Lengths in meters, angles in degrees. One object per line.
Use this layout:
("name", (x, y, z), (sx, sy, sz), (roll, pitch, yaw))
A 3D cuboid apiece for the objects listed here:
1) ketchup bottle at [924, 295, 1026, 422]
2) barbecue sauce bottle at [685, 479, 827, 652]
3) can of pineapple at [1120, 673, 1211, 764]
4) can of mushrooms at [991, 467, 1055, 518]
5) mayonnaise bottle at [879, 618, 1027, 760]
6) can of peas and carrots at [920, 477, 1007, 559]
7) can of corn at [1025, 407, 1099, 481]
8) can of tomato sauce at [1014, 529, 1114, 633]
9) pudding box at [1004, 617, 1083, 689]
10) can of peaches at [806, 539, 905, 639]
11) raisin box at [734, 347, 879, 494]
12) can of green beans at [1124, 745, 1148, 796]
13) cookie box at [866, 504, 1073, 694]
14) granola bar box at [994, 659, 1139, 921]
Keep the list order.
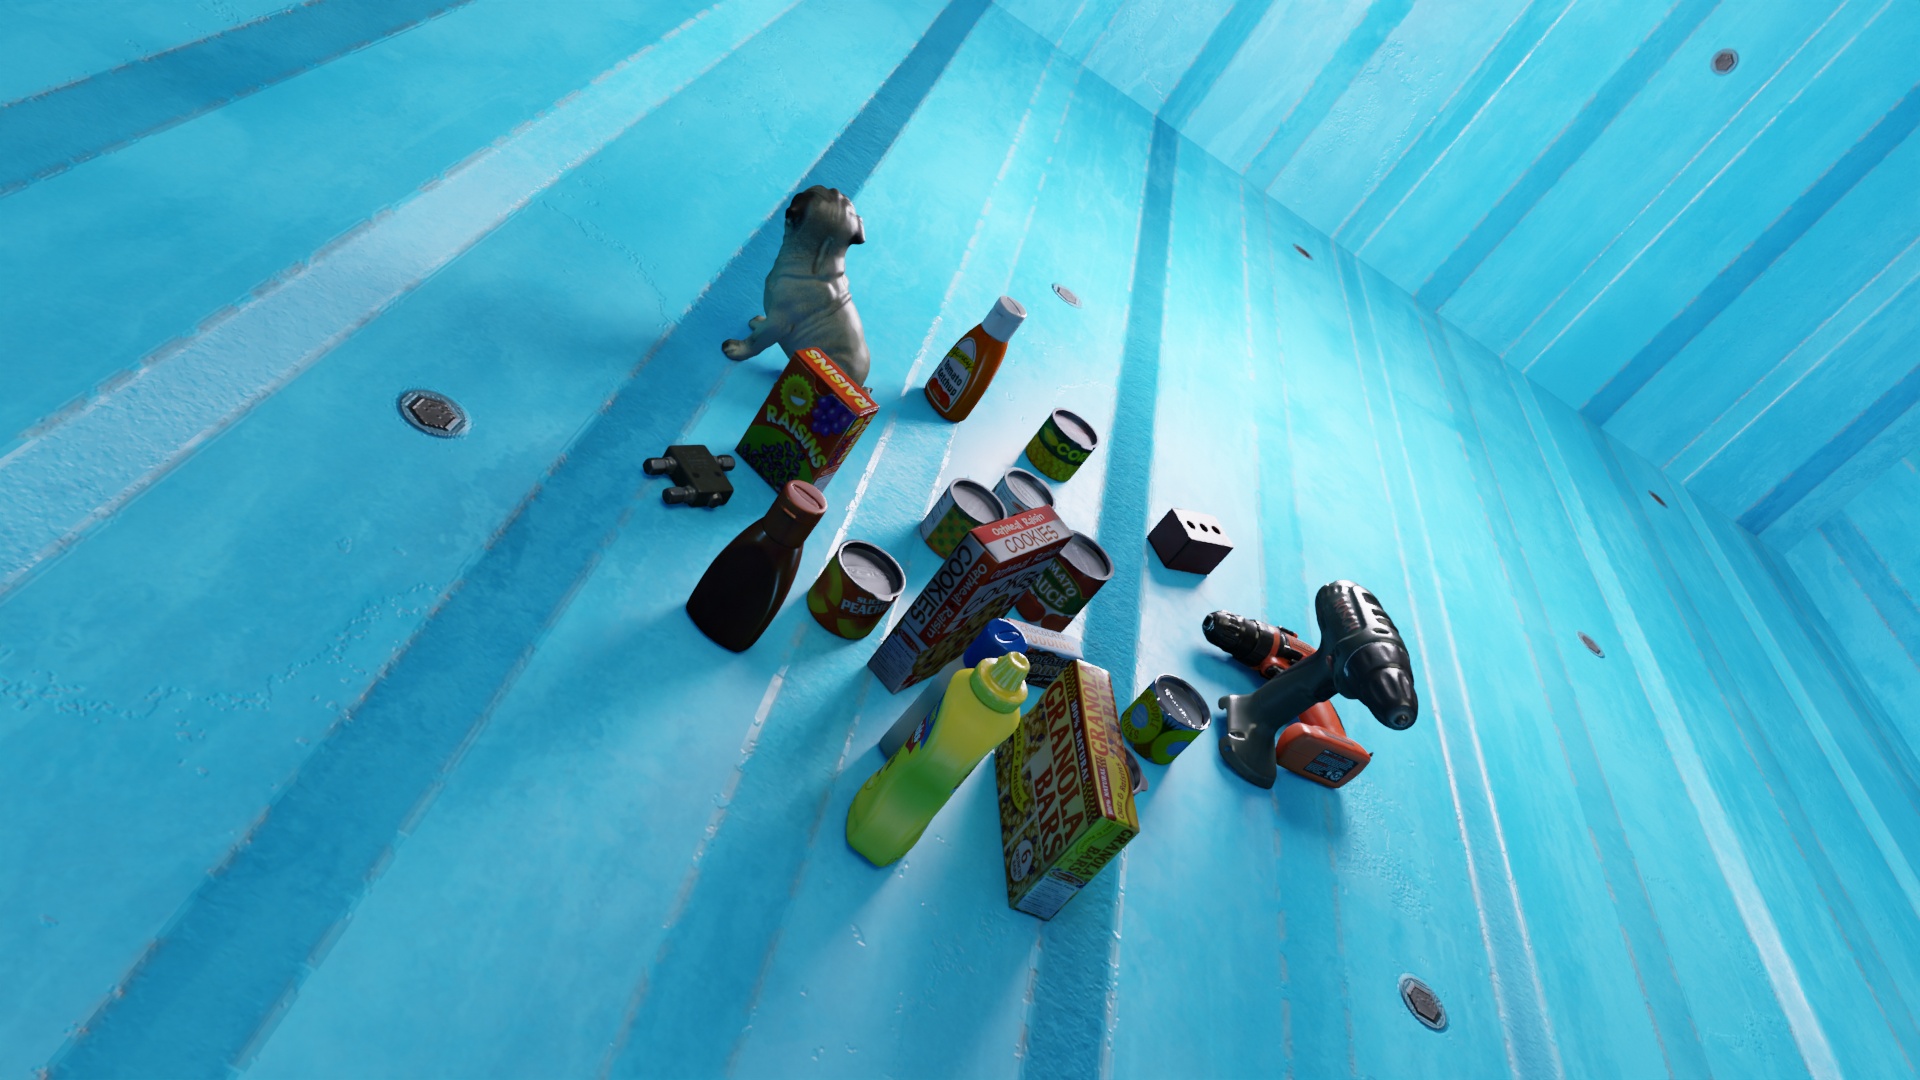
("ketchup bottle", (0.019, -0.203, 1.538), (0.043, 0.148, 0.065), (3, 45, -44))
("barbecue sauce bottle", (-0.153, 0.017, 1.067), (0.065, 0.148, 0.044), (40, 31, 4))
("can of pineapple", (0.191, 0.168, 1.307), (0.071, 0.057, 0.071), (26, 32, -18))
("can of mushrooms", (0.068, -0.044, 1.486), (0.071, 0.033, 0.071), (26, 32, -18))
("mayonnaise bottle", (-0.002, 0.121, 1.083), (0.065, 0.147, 0.041), (-6, 51, -49))
("can of peas and carrots", (0.005, -0.017, 1.362), (0.071, 0.058, 0.071), (26, 32, -18))
("can of corn", (0.118, -0.108, 1.600), (0.071, 0.058, 0.071), (26, 32, -18))
("can of tomato sauce", (0.098, 0.041, 1.356), (0.071, 0.082, 0.071), (26, 32, -18))
("pudding box", (0.065, 0.104, 1.271), (0.084, 0.049, 0.030), (18, 36, -29))
("can of peaches", (-0.089, 0.044, 1.185), (0.071, 0.057, 0.071), (26, 32, -18))
("raisin box", (-0.141, -0.102, 1.262), (0.086, 0.122, 0.040), (45, 31, 12))
("can of green beans", (0.112, 0.205, 1.176), (0.071, 0.057, 0.071), (26, 32, -18))
("cookie box", (0.008, 0.048, 1.173), (0.040, 0.166, 0.123), (47, 32, 16))
("granola bar box", (0.079, 0.193, 1.094), (0.039, 0.123, 0.166), (24, 33, -22))
